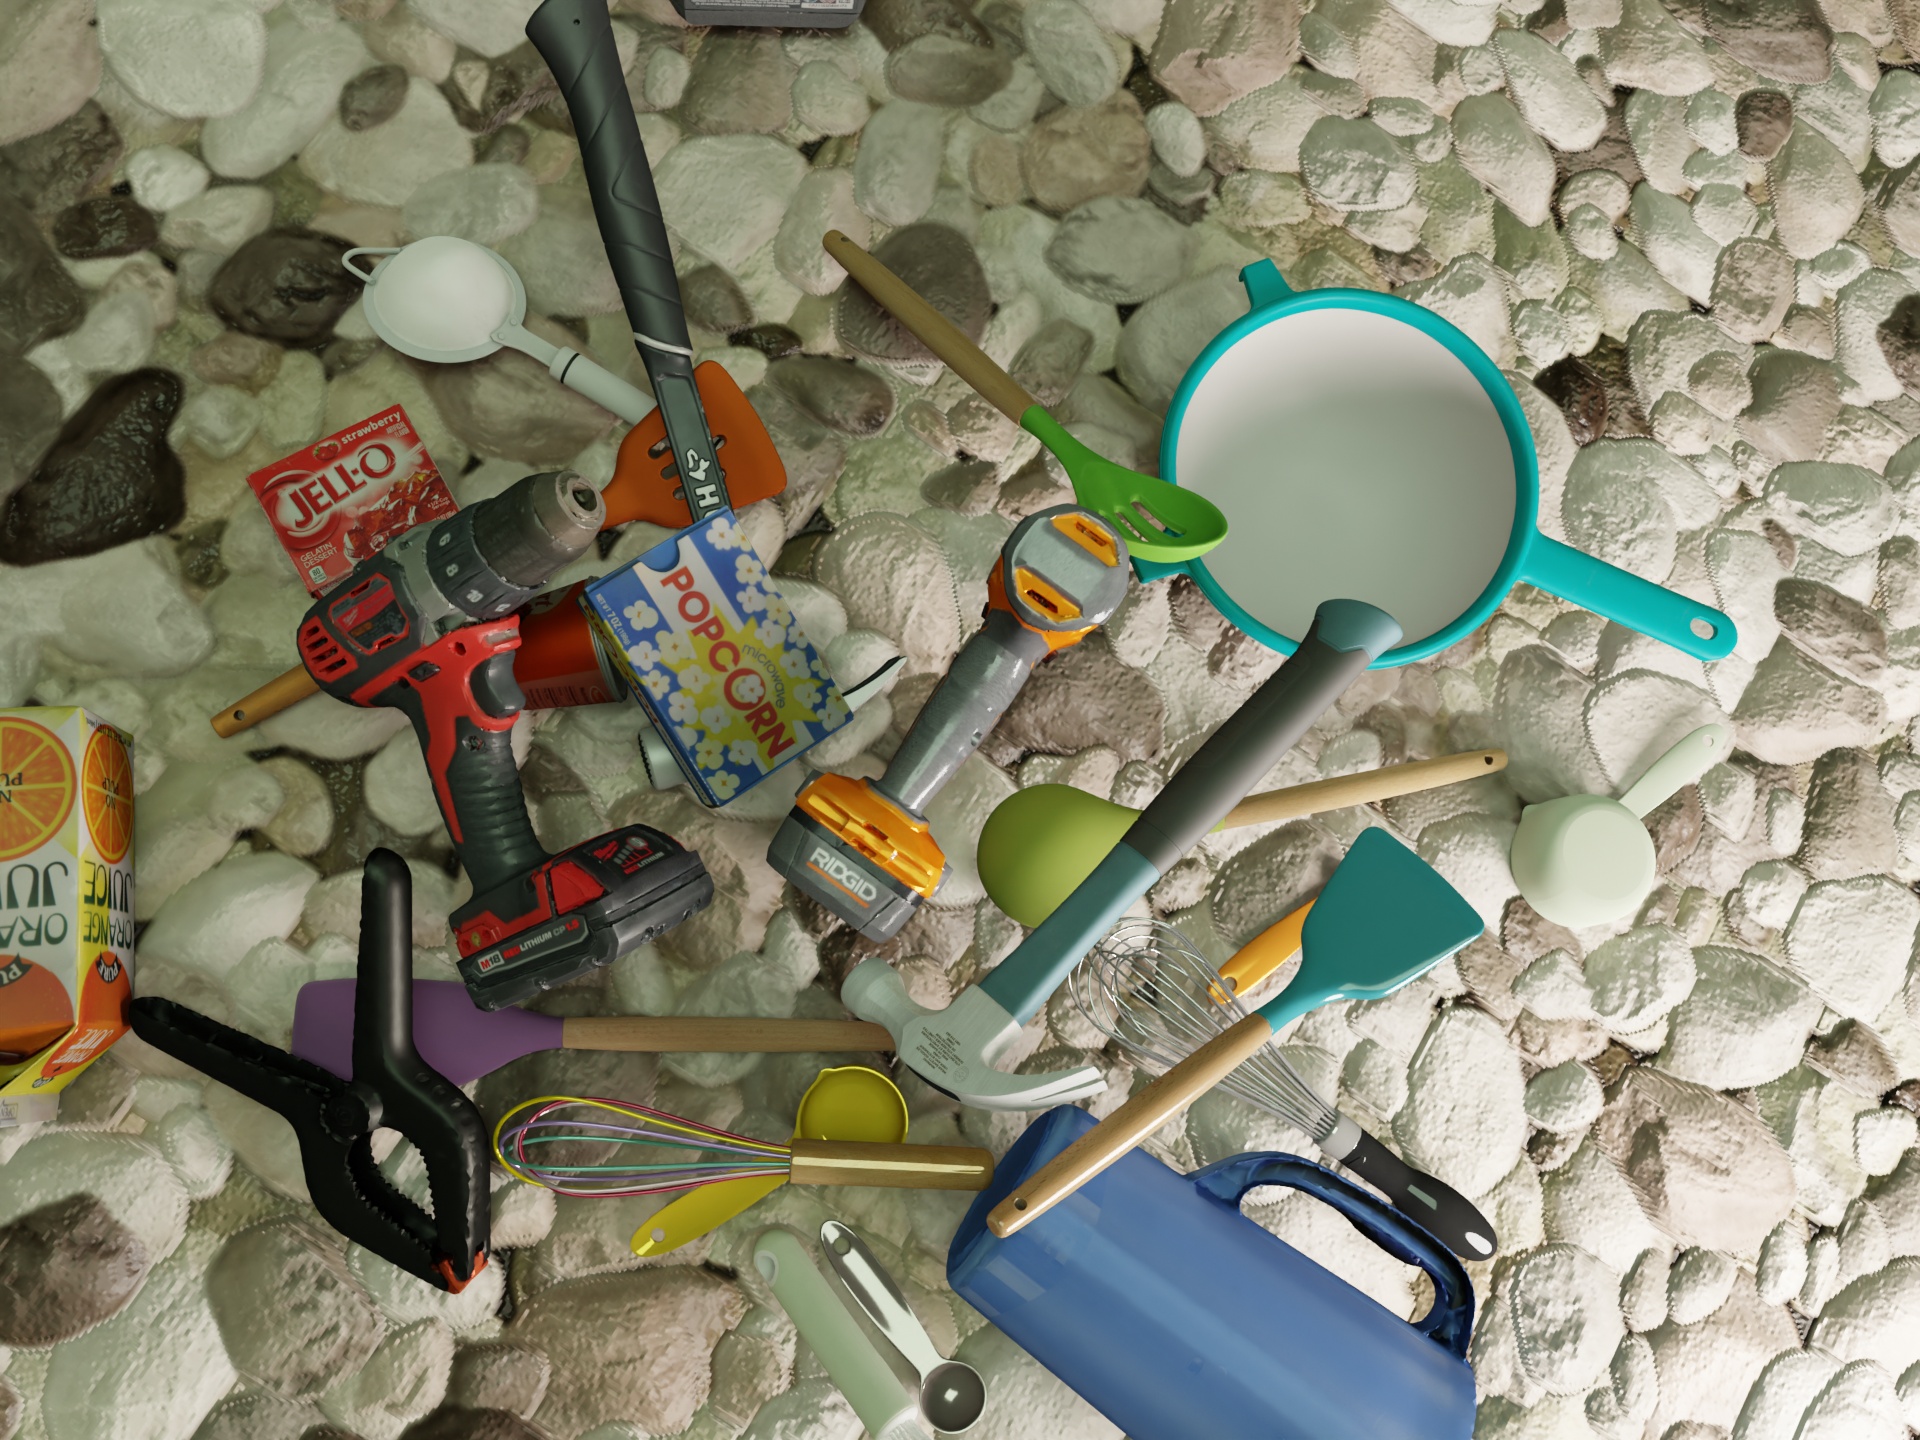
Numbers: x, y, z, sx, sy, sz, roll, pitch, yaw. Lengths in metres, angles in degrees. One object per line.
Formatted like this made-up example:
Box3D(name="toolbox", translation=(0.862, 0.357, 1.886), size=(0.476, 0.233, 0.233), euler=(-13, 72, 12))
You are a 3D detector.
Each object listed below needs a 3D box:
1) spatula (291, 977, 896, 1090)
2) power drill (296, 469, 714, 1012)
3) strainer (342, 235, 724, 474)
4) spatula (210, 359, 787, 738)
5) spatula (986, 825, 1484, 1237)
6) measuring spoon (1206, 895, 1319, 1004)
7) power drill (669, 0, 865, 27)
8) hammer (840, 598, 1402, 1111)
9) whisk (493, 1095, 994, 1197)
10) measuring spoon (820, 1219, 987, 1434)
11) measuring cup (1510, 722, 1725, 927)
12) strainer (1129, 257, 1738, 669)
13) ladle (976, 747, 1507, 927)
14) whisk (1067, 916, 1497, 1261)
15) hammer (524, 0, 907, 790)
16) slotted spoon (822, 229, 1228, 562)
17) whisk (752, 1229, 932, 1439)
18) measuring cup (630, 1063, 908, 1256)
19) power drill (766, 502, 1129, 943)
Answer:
Box3D(name="spatula", translation=(-0.177, 0.163, 0.814), size=(0.316, 0.018, 0.060), euler=(2, 79, -8))
Box3D(name="power drill", translation=(-0.206, 0.006, 0.757), size=(0.188, 0.080, 0.226), euler=(-25, 91, 30))
Box3D(name="strainer", translation=(-0.224, -0.202, 0.874), size=(0.258, 0.050, 0.087), euler=(31, 62, -5))
Box3D(name="spatula", translation=(-0.247, -0.080, 0.842), size=(0.322, 0.041, 0.081), euler=(-32, 100, -13))
Box3D(name="spatula", translation=(0.134, 0.156, 0.785), size=(0.317, 0.044, 0.082), euler=(-28, 61, -33))
Box3D(name="measuring spoon", translation=(0.183, 0.120, 0.884), size=(0.117, 0.011, 0.021), euler=(-35, 86, -14))
Box3D(name="power drill", translation=(-0.142, -0.527, 0.935), size=(0.185, 0.084, 0.226), euler=(-3, 74, -9))
Box3D(name="hammer", translation=(0.097, 0.058, 0.790), size=(0.331, 0.033, 0.128), euler=(-45, 58, -11))
Box3D(name="whisk", translation=(-0.105, 0.212, 0.779), size=(0.245, 0.051, 0.047), euler=(4, 80, -5))
Box3D(name="measuring spoon", translation=(-0.032, 0.307, 0.813), size=(0.034, 0.018, 0.124), euler=(-36, 79, -14))
Box3D(name="measuring cup", translation=(0.393, 0.052, 0.918), size=(0.167, 0.038, 0.083), euler=(-38, 86, -12))
Box3D(name="strainer", translation=(0.265, -0.103, 0.901), size=(0.340, 0.095, 0.211), euler=(22, 81, -5))
Box3D(name="ladle", translation=(0.162, 0.051, 0.888), size=(0.320, 0.062, 0.078), euler=(-10, 78, -18))
Box3D(name="whisk", translation=(0.175, 0.202, 0.847), size=(0.284, 0.070, 0.070), euler=(38, 75, -5))
Box3D(name="hammer", translation=(-0.144, -0.178, 0.830), size=(0.149, 0.036, 0.409), euler=(-16, 96, -12))
Box3D(name="slotted spoon", translation=(0.023, -0.179, 0.861), size=(0.070, 0.031, 0.314), euler=(-24, 58, -36))
Box3D(name="whisk", translation=(-0.024, 0.336, 0.745), size=(0.059, 0.057, 0.247), euler=(-4, 40, -48))
Box3D(name="measuring cup", translation=(-0.098, 0.229, 0.815), size=(0.156, 0.029, 0.062), euler=(-30, 88, -2))
Box3D(name="power drill", translation=(-0.001, -0.003, 0.820), size=(0.084, 0.164, 0.226), euler=(36, 88, -1))
